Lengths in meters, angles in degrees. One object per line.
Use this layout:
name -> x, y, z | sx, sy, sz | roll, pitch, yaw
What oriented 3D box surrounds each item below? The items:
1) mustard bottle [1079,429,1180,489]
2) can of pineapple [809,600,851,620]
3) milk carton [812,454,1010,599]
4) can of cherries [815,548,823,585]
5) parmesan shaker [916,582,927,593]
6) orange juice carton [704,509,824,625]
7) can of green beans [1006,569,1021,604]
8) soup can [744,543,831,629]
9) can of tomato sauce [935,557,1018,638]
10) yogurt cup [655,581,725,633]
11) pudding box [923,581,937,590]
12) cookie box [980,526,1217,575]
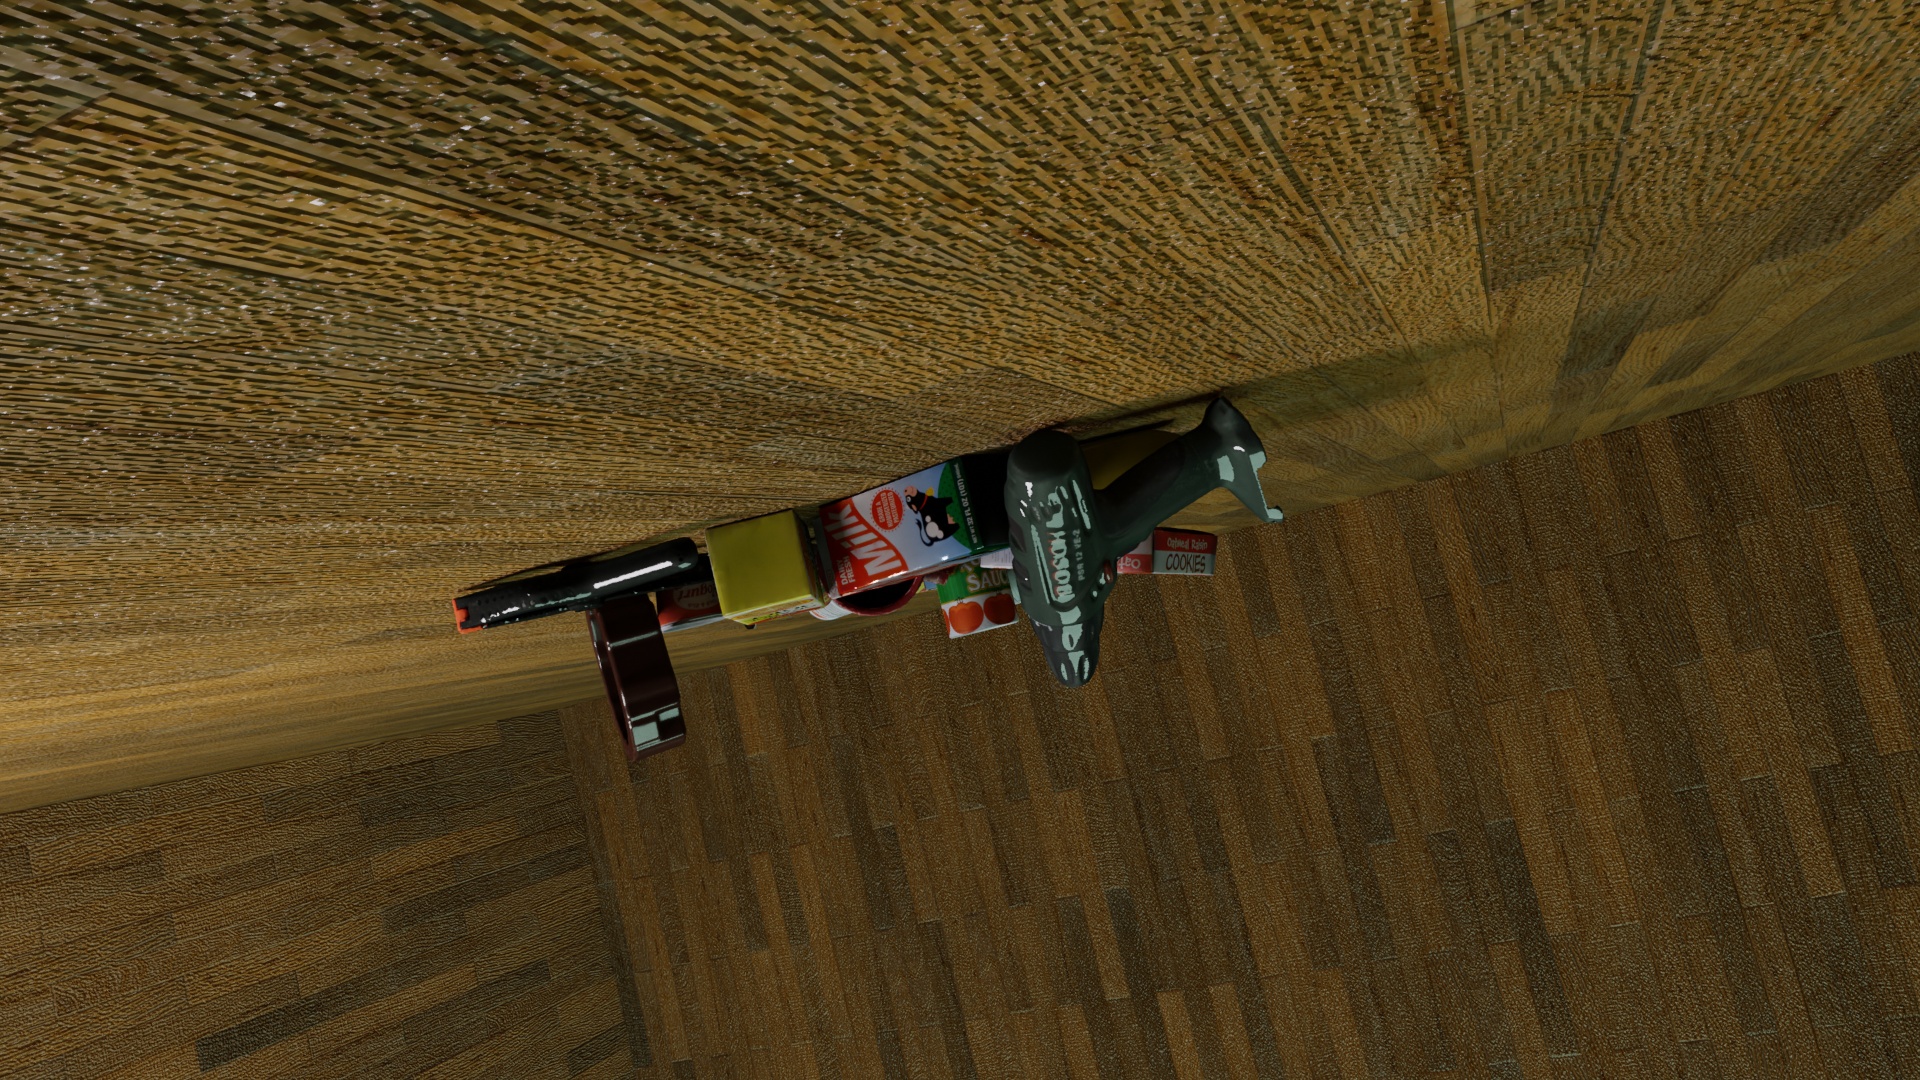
mustard bottle -> 0.102, -0.049, 1.118 | 0.160, 0.065, 0.048 | -8, 169, 1
can of pineapple -> -0.136, 0.050, 1.539 | 0.071, 0.071, 0.057 | -10, 173, -35
milk carton -> -0.043, -0.007, 1.101 | 0.190, 0.072, 0.073 | -17, 174, 36
can of cherries -> -0.089, 0.018, 1.290 | 0.072, 0.071, 0.058 | -9, 172, -40
parmesan shaker -> -0.059, 0.025, 1.457 | 0.103, 0.071, 0.071 | -13, 175, -5
orange juice carton -> -0.159, 0.027, 1.168 | 0.073, 0.072, 0.192 | -13, 175, -3
can of green beans -> 0.042, 0.029, 1.317 | 0.058, 0.071, 0.071 | -17, 174, 19
soup can -> -0.169, 0.042, 1.312 | 0.084, 0.071, 0.071 | -9, 173, -43
can of tomato sauce -> 0.013, 0.040, 1.251 | 0.071, 0.083, 0.071 | -14, 175, -1
yogurt cup -> -0.255, 0.054, 1.304 | 0.072, 0.054, 0.072 | -14, 175, -1
pudding box -> 0.003, 0.027, 1.397 | 0.084, 0.030, 0.049 | -14, 177, 0
cookie box -> 0.121, 0.007, 1.208 | 0.167, 0.040, 0.123 | 2, 179, 34
